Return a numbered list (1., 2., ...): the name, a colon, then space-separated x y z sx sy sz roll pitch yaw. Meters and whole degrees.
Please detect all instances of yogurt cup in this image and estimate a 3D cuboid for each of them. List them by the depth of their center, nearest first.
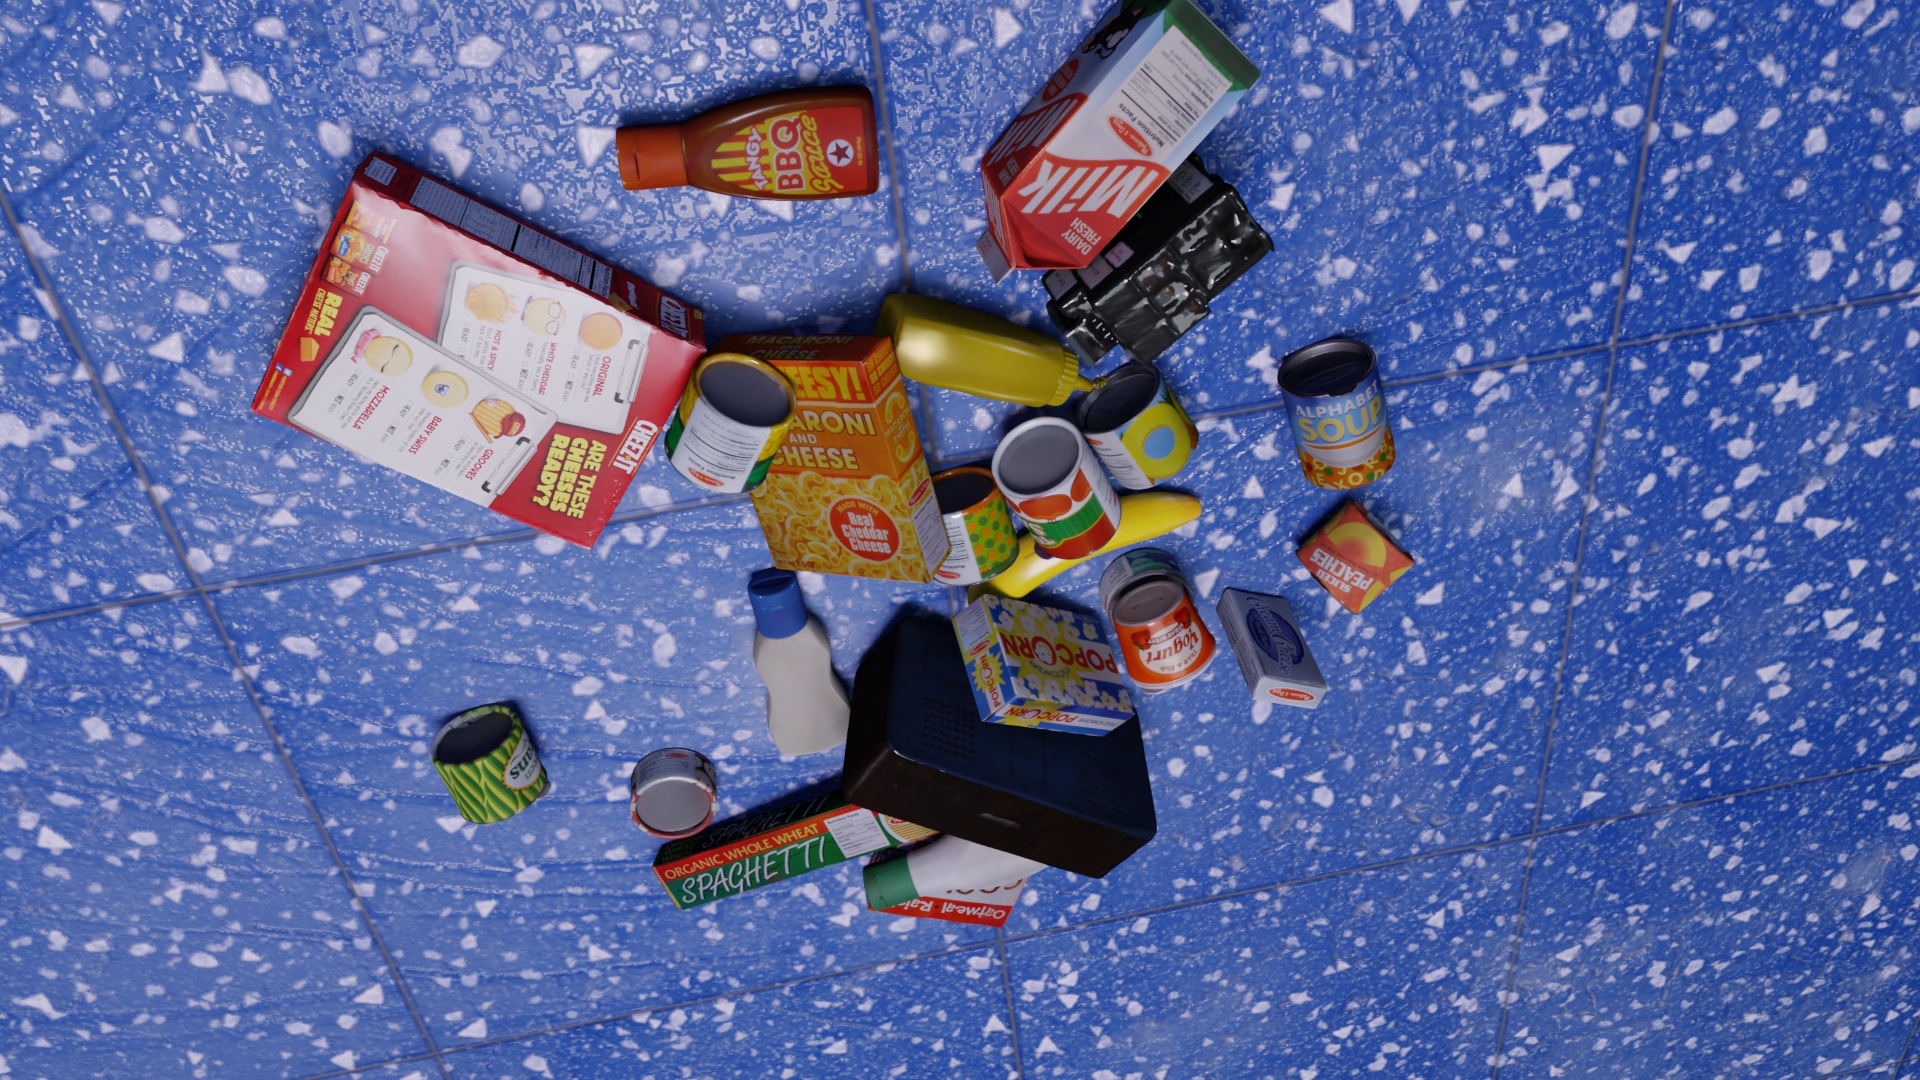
1. yogurt cup: 0.143 0.066 0.997 0.072 0.073 0.053 -24 115 5

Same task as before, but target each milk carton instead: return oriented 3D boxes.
1. milk carton: 0.078 -0.235 0.829 0.073 0.072 0.190 34 110 -27

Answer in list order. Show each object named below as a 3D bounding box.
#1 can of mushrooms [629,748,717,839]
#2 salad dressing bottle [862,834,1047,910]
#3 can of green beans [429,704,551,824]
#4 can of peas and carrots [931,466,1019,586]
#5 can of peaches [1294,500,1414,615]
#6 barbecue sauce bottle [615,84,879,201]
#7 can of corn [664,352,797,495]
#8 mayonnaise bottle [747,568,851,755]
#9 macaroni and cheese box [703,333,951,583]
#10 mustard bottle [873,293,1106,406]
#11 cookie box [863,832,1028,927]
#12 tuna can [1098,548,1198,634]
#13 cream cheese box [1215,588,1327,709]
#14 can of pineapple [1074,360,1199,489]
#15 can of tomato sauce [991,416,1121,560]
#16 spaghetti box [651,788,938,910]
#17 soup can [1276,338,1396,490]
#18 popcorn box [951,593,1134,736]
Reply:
1. can of mushrooms: -0.220 0.198 1.071 0.071 0.033 0.070 -5 122 -8
2. salad dressing bottle: -0.002 0.251 1.092 0.148 0.044 0.064 -18 123 2
3. can of green beans: -0.342 0.161 1.006 0.071 0.071 0.057 -14 123 -1
4. can of peas and carrots: 0.003 -0.012 0.961 0.071 0.071 0.058 -17 121 1
5. can of peaches: 0.291 0.012 1.027 0.071 0.071 0.058 35 109 -28
6. barbecue sauce bottle: -0.124 -0.229 0.812 0.149 0.044 0.064 -6 124 -6
7. can of corn: -0.138 -0.072 0.837 0.071 0.071 0.058 16 134 -19
8. mayonnaise bottle: -0.121 0.090 1.017 0.065 0.041 0.147 -13 122 -4
9. macaroni and cheese box: -0.085 -0.053 0.899 0.124 0.040 0.165 5 128 27
10. mustard bottle: 0.025 -0.117 0.900 0.160 0.065 0.048 13 115 -22
11. cookie box: 0.004 0.240 1.136 0.123 0.040 0.166 13 119 -18
12. tuna can: 0.141 0.042 1.039 0.071 0.033 0.070 -5 123 -7
13. cream cheese box: 0.231 0.079 1.038 0.053 0.104 0.024 11 124 -16
14. can of pineapple: 0.121 -0.078 0.940 0.071 0.071 0.057 -34 122 11
15. can of tomato sauce: 0.064 -0.034 0.942 0.071 0.071 0.083 -28 142 8
16. spaghetti box: -0.122 0.232 1.087 0.250 0.029 0.050 -19 114 13
17. soup can: 0.261 -0.085 0.958 0.071 0.071 0.083 -22 124 4
18. popcorn box: 0.061 0.091 1.000 0.127 0.085 0.038 14 137 -41
